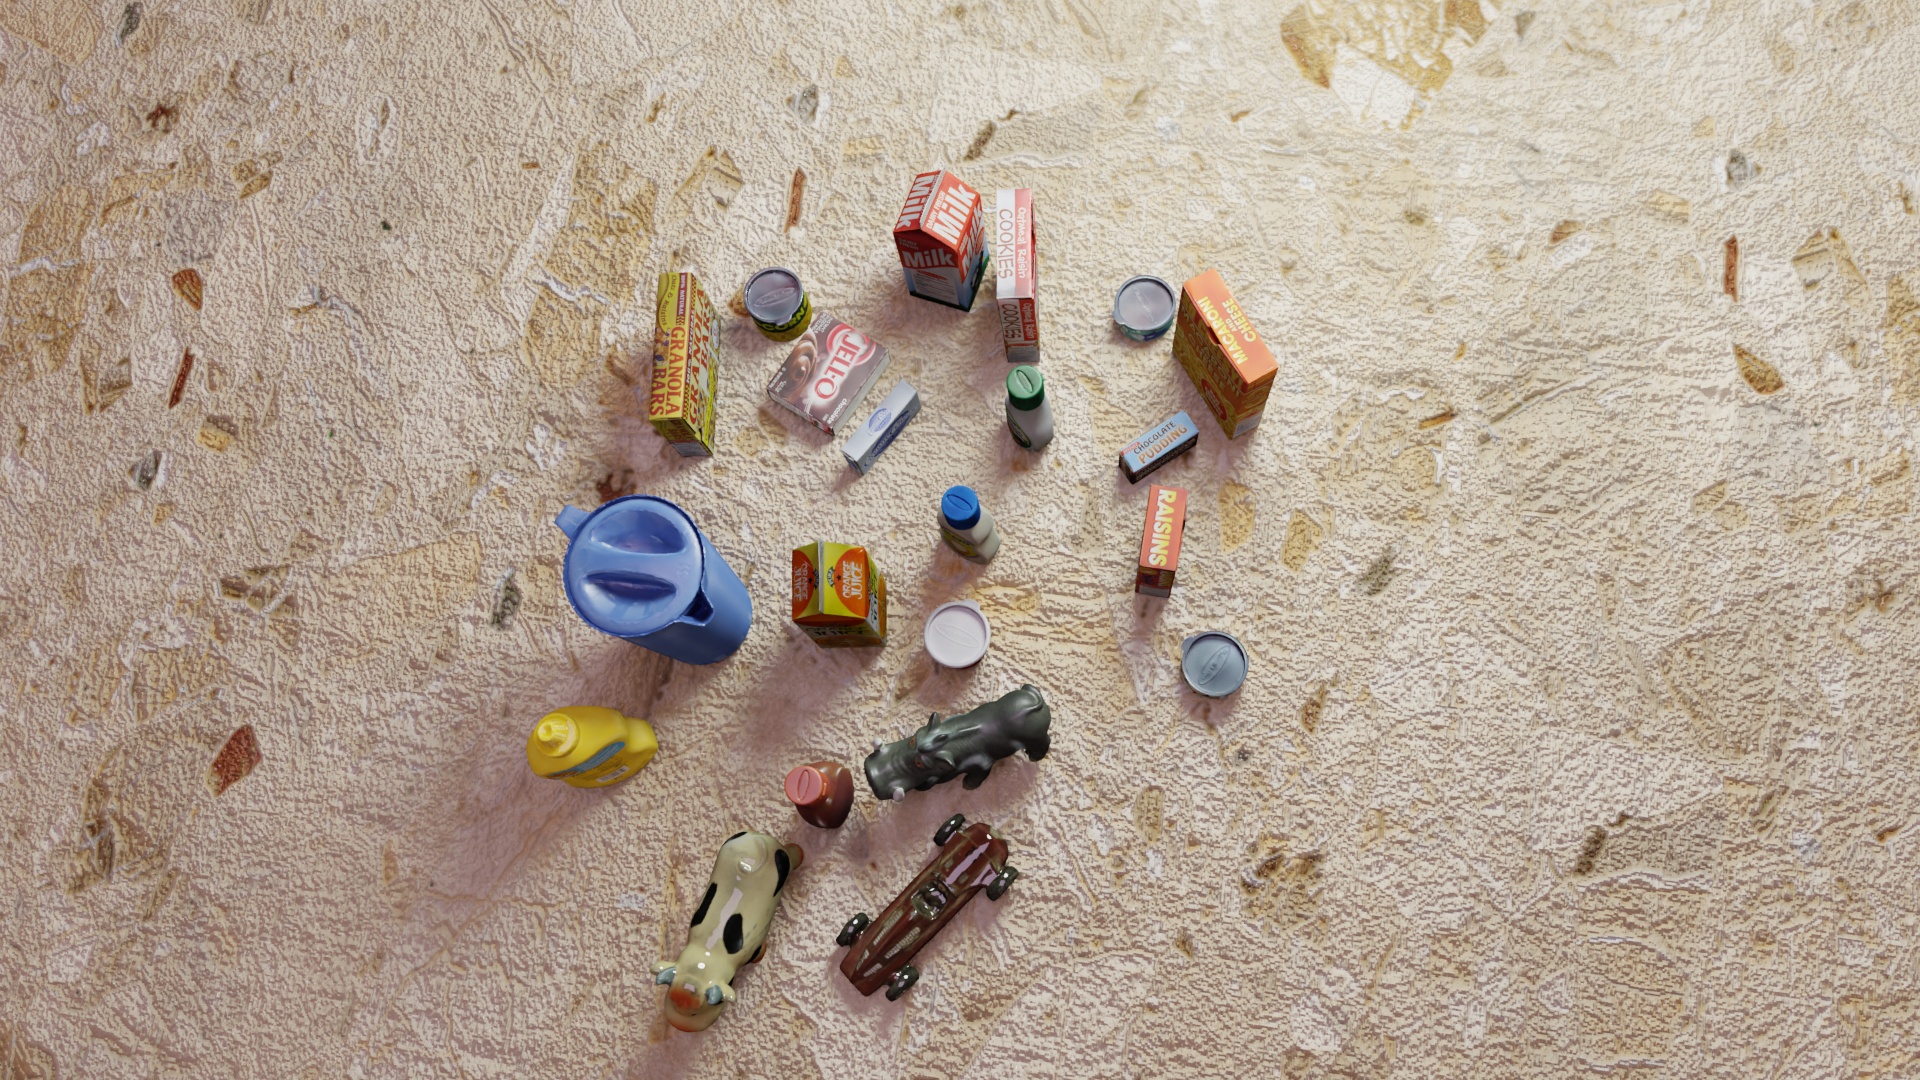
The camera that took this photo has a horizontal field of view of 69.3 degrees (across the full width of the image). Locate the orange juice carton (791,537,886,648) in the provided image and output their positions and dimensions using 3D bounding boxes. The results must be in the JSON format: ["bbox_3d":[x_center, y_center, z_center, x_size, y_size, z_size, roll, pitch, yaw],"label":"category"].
[{"bbox_3d":[-0.121,0.055,1.370,0.073,0.192,0.072,-2,75,5],"label":"orange juice carton"}]

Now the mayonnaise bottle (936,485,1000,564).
[{"bbox_3d":[0.005,-0.018,1.401,0.065,0.147,0.041,30,80,12],"label":"mayonnaise bottle"}]

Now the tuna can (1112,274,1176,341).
[{"bbox_3d":[0.198,-0.250,1.508,0.071,0.032,0.071,-1,75,5],"label":"tuna can"}]

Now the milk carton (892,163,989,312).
[{"bbox_3d":[-0.020,-0.320,1.465,0.073,0.190,0.072,18,78,10],"label":"milk carton"}]

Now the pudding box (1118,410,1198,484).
[{"bbox_3d":[0.207,-0.097,1.455,0.084,0.049,0.030,-32,74,-4],"label":"pudding box"}]

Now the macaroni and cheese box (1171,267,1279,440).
[{"bbox_3d":[0.266,-0.186,1.414,0.040,0.166,0.124,-29,74,-2],"label":"macaroni and cheese box"}]

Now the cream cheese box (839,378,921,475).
[{"bbox_3d":[-0.084,-0.121,1.487,0.024,0.053,0.104,38,81,14],"label":"cream cheese box"}]

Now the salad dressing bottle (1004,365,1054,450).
[{"bbox_3d":[0.069,-0.138,1.429,0.044,0.147,0.064,-30,74,-3],"label":"salad dressing bottle"}]

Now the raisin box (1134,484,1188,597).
[{"bbox_3d":[0.201,0.003,1.390,0.040,0.123,0.086,9,76,8],"label":"raisin box"}]

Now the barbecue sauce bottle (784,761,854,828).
[{"bbox_3d":[-0.137,0.243,1.342,0.044,0.148,0.065,9,76,8],"label":"barbecue sauce bottle"}]

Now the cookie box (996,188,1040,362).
[{"bbox_3d":[0.062,-0.275,1.457,0.040,0.167,0.123,-2,75,5],"label":"cookie box"}]

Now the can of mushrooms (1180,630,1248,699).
[{"bbox_3d":[0.253,0.124,1.398,0.071,0.033,0.071,-1,75,5],"label":"can of mushrooms"}]

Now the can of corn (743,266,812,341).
[{"bbox_3d":[-0.200,-0.258,1.533,0.071,0.058,0.071,-1,75,5],"label":"can of corn"}]

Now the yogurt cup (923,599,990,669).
[{"bbox_3d":[-0.001,0.100,1.418,0.072,0.054,0.072,-1,75,5],"label":"yogurt cup"}]

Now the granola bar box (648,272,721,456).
[{"bbox_3d":[-0.293,-0.187,1.488,0.039,0.124,0.166,-1,75,5],"label":"granola bar box"}]
